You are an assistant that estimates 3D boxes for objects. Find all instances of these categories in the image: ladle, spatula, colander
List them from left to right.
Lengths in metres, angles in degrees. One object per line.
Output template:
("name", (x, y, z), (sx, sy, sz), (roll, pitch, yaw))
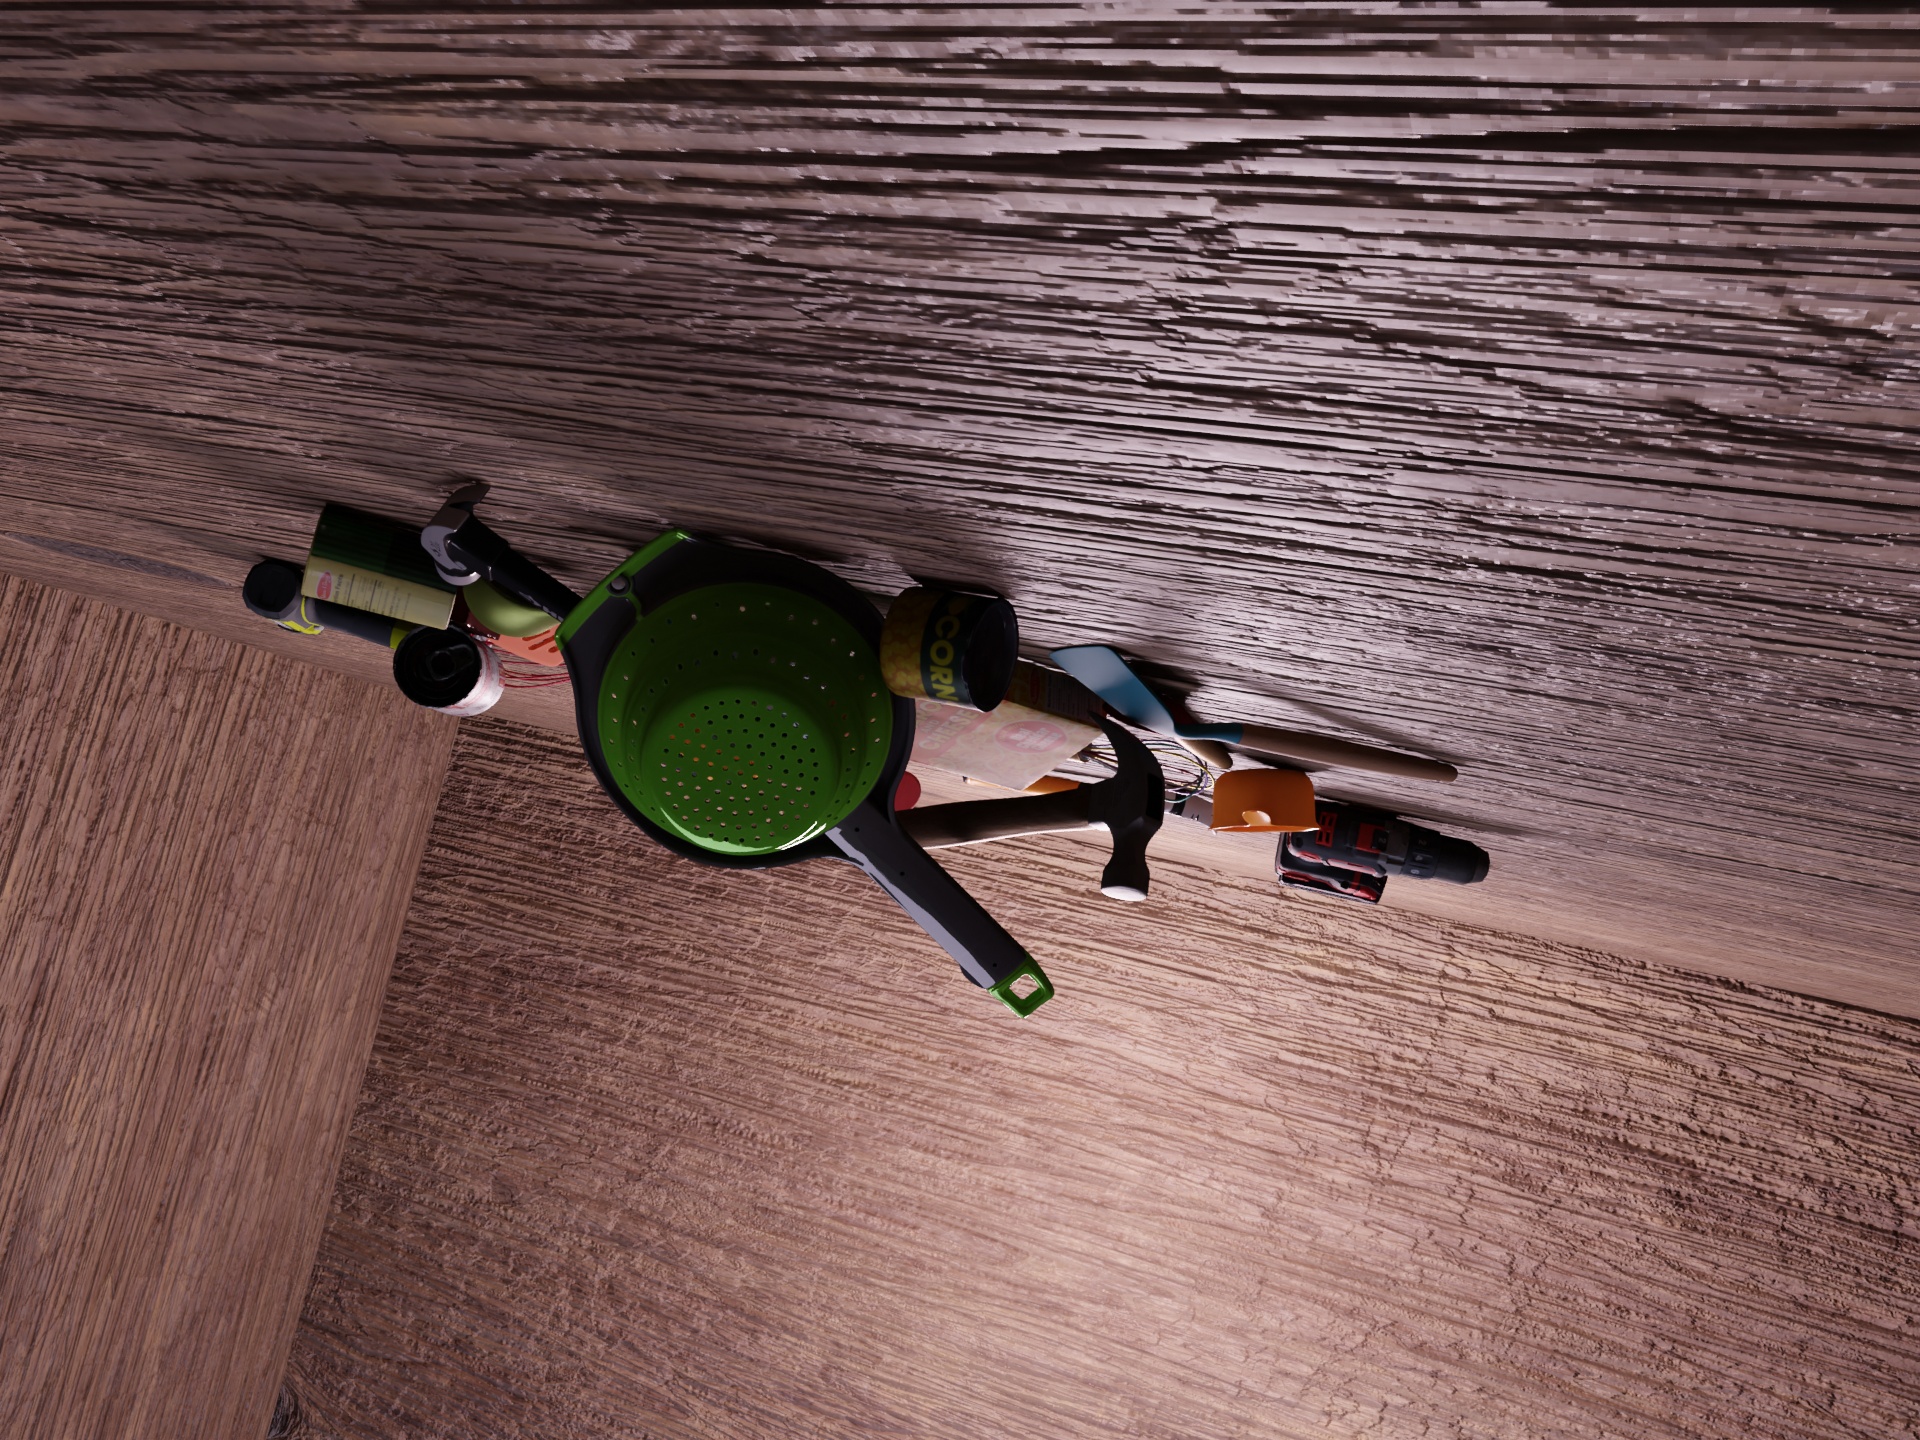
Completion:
("spatula", (-0.291, -0.068, 1.395), (0.323, 0.041, 0.081), (6, 165, 40))
("ladle", (-0.230, -0.092, 1.114), (0.320, 0.062, 0.078), (1, 166, 34))
("colander", (-0.073, 0.066, 0.952), (0.396, 0.204, 0.095), (46, -168, -20))
("ladle", (0.175, 0.013, 1.219), (0.069, 0.031, 0.315), (23, 180, 22))
("spatula", (0.211, 0.002, 1.075), (0.317, 0.044, 0.082), (11, 174, -23))

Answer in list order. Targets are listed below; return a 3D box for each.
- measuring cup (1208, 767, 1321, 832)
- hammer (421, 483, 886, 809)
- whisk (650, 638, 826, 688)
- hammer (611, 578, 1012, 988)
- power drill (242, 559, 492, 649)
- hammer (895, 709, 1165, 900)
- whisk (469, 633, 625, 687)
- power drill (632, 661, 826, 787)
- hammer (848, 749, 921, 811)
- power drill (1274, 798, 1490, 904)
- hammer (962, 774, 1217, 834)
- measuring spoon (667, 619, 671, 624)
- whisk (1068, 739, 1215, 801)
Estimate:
("measuring cup", (0.250, 0.062, 1.326), (0.095, 0.052, 0.173), (-2, 170, 14))
("hammer", (-0.189, -0.034, 1.000), (0.334, 0.035, 0.146), (34, 163, -6))
("whisk", (-0.118, -0.032, 1.190), (0.284, 0.070, 0.070), (12, 175, -27))
("hammer", (-0.072, 0.046, 1.085), (0.149, 0.036, 0.408), (-4, 132, 44))
("power drill", (-0.606, -0.098, 1.647), (0.223, 0.080, 0.171), (18, 173, -5))
("hammer", (0.015, 0.070, 1.150), (0.031, 0.130, 0.331), (26, 156, -38))
("whisk", (-0.347, -0.057, 1.542), (0.296, 0.073, 0.073), (7, 172, 12))
("power drill", (-0.174, -0.012, 1.314), (0.226, 0.084, 0.185), (-11, 152, 38))
("hammer", (-0.125, 0.019, 1.493), (0.143, 0.038, 0.387), (16, -174, -32))
("power drill", (0.412, 0.133, 1.591), (0.188, 0.080, 0.226), (12, 171, 6))
("hammer", (0.142, 0.083, 1.872), (0.337, 0.034, 0.127), (8, 171, 40))
("measuring spoon", (-0.266, -0.091, 1.280), (0.129, 0.021, 0.042), (20, -179, 45))
("whisk", (0.130, 0.034, 1.433), (0.047, 0.051, 0.245), (11, 180, -43))
